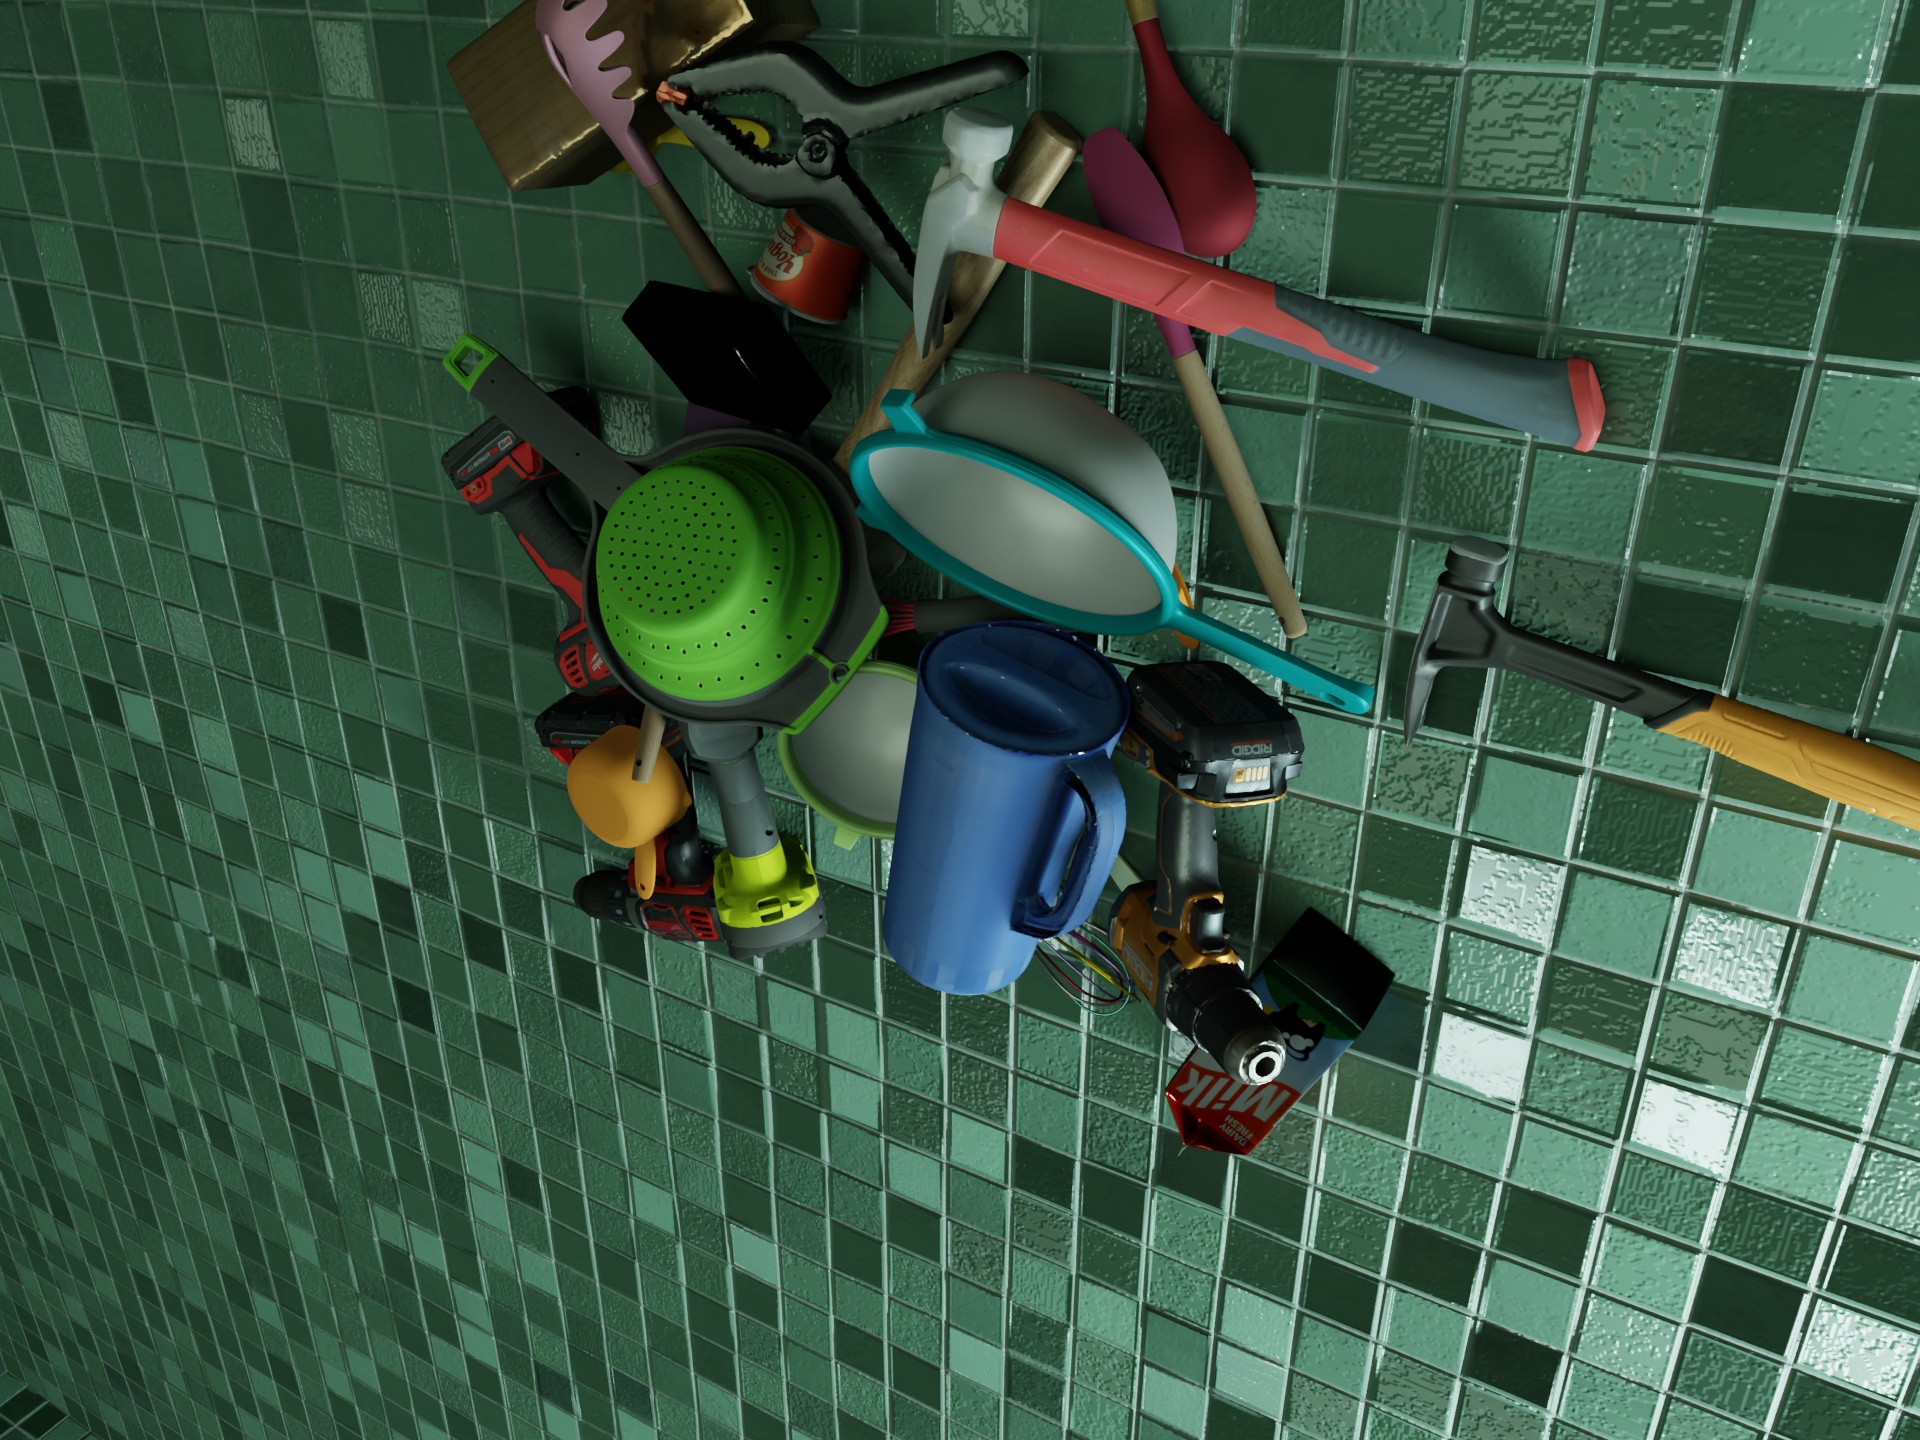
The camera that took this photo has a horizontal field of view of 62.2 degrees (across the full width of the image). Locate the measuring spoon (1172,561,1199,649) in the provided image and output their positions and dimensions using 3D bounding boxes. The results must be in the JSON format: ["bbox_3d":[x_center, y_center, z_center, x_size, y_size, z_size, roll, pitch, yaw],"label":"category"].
[{"bbox_3d":[0.126,-0.097,1.009,0.021,0.011,0.117,-15,104,38],"label":"measuring spoon"}]

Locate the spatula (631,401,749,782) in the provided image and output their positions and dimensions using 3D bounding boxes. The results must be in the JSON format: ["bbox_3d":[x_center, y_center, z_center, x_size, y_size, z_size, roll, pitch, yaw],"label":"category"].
[{"bbox_3d":[-0.192,-0.112,1.118,0.060,0.018,0.316,11,88,31],"label":"spatula"}]

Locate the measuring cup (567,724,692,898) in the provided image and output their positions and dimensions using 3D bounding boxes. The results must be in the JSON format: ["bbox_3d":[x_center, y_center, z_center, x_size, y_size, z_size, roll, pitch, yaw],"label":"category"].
[{"bbox_3d":[-0.261,0.086,1.231,0.095,0.052,0.173,27,131,23],"label":"measuring cup"}]

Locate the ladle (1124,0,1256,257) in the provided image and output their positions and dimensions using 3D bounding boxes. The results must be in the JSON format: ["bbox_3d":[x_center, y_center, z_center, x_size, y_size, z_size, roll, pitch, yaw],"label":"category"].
[{"bbox_3d":[0.096,-0.407,0.866,0.069,0.031,0.315,-7,107,39],"label":"ladle"}]

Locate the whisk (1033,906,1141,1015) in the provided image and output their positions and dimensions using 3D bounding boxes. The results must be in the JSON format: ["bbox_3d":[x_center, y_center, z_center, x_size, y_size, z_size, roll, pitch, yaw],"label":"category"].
[{"bbox_3d":[0.034,0.133,1.170,0.245,0.047,0.051,37,116,18],"label":"whisk"}]

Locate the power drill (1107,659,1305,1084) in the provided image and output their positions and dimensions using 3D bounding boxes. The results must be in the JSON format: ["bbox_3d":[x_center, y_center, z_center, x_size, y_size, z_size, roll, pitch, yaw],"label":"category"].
[{"bbox_3d":[0.154,0.096,0.986,0.185,0.084,0.226,-127,36,-61],"label":"power drill"}]

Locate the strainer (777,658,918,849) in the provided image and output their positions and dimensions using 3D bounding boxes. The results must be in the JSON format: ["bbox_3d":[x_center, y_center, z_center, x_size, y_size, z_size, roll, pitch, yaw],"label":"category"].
[{"bbox_3d":[-0.002,-0.004,1.116,0.256,0.069,0.151,-13,119,19],"label":"strainer"}]

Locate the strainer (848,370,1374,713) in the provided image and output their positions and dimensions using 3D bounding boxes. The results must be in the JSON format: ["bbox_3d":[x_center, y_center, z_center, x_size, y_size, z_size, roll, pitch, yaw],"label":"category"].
[{"bbox_3d":[0.104,-0.114,0.948,0.340,0.095,0.211,25,166,-2],"label":"strainer"}]

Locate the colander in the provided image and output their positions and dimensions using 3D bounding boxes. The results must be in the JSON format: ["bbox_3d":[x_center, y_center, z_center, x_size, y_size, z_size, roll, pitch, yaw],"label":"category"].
[{"bbox_3d":[-0.230,-0.153,1.066,0.397,0.094,0.204,40,93,17],"label":"colander"}]

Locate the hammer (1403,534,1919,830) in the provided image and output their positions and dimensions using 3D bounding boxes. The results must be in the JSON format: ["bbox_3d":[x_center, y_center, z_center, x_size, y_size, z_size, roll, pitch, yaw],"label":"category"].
[{"bbox_3d":[0.410,0.010,0.860,0.337,0.034,0.127,23,123,23],"label":"hammer"}]

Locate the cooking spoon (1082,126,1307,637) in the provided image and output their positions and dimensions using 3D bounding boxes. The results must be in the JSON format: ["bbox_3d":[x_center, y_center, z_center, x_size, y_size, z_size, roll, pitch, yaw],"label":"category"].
[{"bbox_3d":[0.141,-0.192,0.937,0.069,0.017,0.318,6,124,64],"label":"cooking spoon"}]

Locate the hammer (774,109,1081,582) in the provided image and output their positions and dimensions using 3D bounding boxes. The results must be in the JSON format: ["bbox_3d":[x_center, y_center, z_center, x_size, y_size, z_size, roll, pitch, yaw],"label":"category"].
[{"bbox_3d":[-0.023,-0.243,1.022,0.130,0.031,0.331,43,129,7],"label":"hammer"}]

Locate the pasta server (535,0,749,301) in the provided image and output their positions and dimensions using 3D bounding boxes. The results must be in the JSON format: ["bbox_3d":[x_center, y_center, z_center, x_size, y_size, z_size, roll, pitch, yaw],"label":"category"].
[{"bbox_3d":[-0.170,-0.319,0.983,0.060,0.040,0.315,45,174,39],"label":"pasta server"}]

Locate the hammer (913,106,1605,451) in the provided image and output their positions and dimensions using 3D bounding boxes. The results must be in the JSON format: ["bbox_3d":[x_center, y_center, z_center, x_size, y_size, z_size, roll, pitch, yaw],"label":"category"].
[{"bbox_3d":[0.156,-0.212,0.878,0.386,0.038,0.143,22,127,12],"label":"hammer"}]

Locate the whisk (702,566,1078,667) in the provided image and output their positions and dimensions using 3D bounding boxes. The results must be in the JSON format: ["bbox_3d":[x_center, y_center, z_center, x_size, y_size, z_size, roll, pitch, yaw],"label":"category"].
[{"bbox_3d":[-0.046,-0.071,1.086,0.296,0.073,0.073,0,113,19],"label":"whisk"}]

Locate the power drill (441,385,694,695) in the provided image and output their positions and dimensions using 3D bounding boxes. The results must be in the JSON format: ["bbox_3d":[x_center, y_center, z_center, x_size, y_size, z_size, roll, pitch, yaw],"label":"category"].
[{"bbox_3d":[-0.290,-0.135,1.221,0.143,0.078,0.219,-22,99,39],"label":"power drill"}]

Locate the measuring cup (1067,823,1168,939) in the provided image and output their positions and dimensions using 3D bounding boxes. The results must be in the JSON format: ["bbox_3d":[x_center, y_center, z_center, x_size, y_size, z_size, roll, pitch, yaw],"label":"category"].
[{"bbox_3d":[0.095,0.103,1.111,0.167,0.038,0.083,51,130,4],"label":"measuring cup"}]

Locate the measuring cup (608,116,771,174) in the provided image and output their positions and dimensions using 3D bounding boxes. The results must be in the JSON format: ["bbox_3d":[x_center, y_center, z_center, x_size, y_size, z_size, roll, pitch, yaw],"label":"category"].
[{"bbox_3d":[-0.194,-0.392,1.060,0.157,0.029,0.062,15,121,30],"label":"measuring cup"}]

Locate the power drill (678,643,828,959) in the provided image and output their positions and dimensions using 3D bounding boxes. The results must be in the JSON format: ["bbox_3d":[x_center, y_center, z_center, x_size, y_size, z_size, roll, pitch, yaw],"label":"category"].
[{"bbox_3d":[-0.166,0.050,1.201,0.080,0.171,0.223,-14,113,-8],"label":"power drill"}]

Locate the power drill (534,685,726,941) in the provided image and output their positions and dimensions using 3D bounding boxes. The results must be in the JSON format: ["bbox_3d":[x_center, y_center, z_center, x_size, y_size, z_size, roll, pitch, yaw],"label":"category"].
[{"bbox_3d":[-0.274,0.081,1.327,0.188,0.080,0.226,1,116,34],"label":"power drill"}]
